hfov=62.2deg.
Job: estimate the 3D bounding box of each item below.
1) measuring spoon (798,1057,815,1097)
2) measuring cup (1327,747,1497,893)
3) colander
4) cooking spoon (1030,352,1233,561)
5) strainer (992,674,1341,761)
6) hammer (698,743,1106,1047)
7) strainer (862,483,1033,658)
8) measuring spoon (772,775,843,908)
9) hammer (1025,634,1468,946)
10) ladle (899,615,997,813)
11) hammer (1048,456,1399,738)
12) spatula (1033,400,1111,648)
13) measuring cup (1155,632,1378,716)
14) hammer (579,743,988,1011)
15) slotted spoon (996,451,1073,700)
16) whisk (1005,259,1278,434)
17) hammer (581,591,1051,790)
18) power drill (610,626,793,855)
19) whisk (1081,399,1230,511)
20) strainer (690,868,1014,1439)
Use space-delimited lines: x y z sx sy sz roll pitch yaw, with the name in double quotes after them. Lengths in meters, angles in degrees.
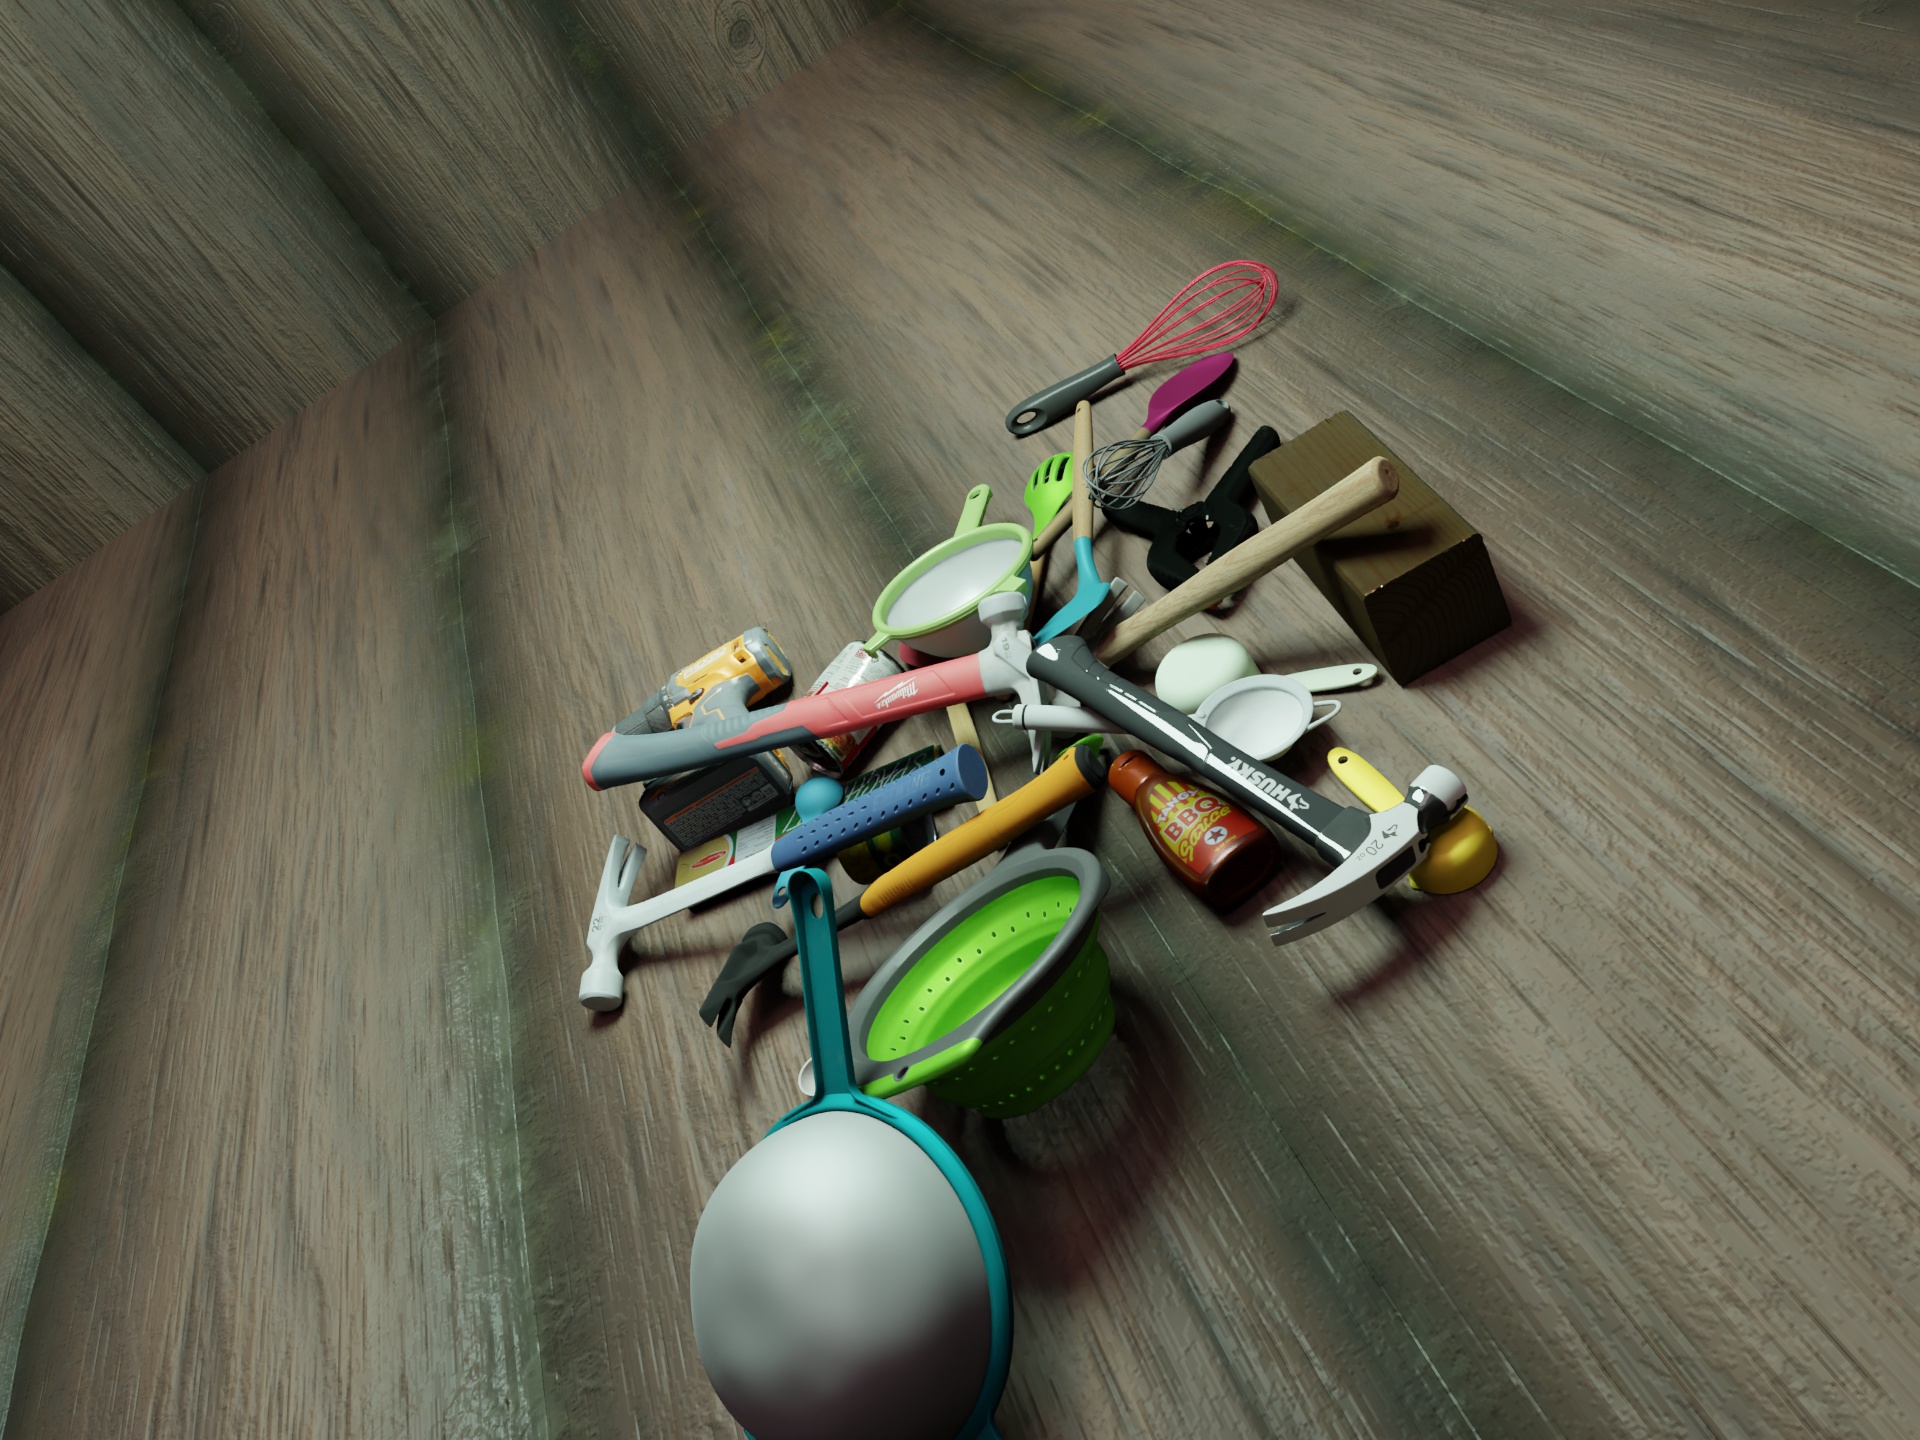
-0.067 0.265 1.071 0.034 0.018 0.124 -45 44 -13 "measuring spoon"
0.279 0.052 1.018 0.062 0.029 0.157 -37 39 -2 "measuring cup"
0.055 0.140 1.061 0.204 0.094 0.397 -30 15 33 "colander"
0.152 -0.243 1.431 0.069 0.017 0.319 4 44 48 "cooking spoon"
0.144 0.002 1.138 0.258 0.050 0.087 3 46 23 "strainer"
-0.042 0.116 1.114 0.337 0.034 0.127 -33 13 22 "hammer"
0.013 -0.124 1.374 0.151 0.069 0.257 -21 27 21 "strainer"
-0.128 0.091 1.251 0.042 0.021 0.129 -10 43 30 "measuring spoon"
0.156 0.024 1.056 0.146 0.035 0.335 -42 44 -14 "hammer"
-0.002 -0.004 1.308 0.069 0.031 0.316 -27 39 7 "ladle"
0.183 -0.100 1.163 0.331 0.031 0.130 -33 28 44 "hammer"
0.097 -0.173 1.333 0.082 0.044 0.318 -33 36 34 "spatula"
0.218 -0.036 1.157 0.167 0.038 0.083 -7 45 36 "measuring cup"
-0.146 0.101 1.206 0.405 0.035 0.144 -25 49 33 "hammer"
0.066 -0.137 1.402 0.070 0.031 0.314 -16 42 32 "slotted spoon"
0.170 -0.355 1.537 0.296 0.073 0.073 -27 37 20 "whisk"
-0.119 0.015 1.256 0.386 0.038 0.143 -14 78 15 "hammer"
-0.236 0.024 1.418 0.185 0.084 0.226 -30 33 11 "power drill"
0.173 -0.232 1.353 0.055 0.055 0.239 0 25 38 "whisk"
-0.088 0.253 0.871 0.211 0.095 0.340 -13 81 38 "strainer"
